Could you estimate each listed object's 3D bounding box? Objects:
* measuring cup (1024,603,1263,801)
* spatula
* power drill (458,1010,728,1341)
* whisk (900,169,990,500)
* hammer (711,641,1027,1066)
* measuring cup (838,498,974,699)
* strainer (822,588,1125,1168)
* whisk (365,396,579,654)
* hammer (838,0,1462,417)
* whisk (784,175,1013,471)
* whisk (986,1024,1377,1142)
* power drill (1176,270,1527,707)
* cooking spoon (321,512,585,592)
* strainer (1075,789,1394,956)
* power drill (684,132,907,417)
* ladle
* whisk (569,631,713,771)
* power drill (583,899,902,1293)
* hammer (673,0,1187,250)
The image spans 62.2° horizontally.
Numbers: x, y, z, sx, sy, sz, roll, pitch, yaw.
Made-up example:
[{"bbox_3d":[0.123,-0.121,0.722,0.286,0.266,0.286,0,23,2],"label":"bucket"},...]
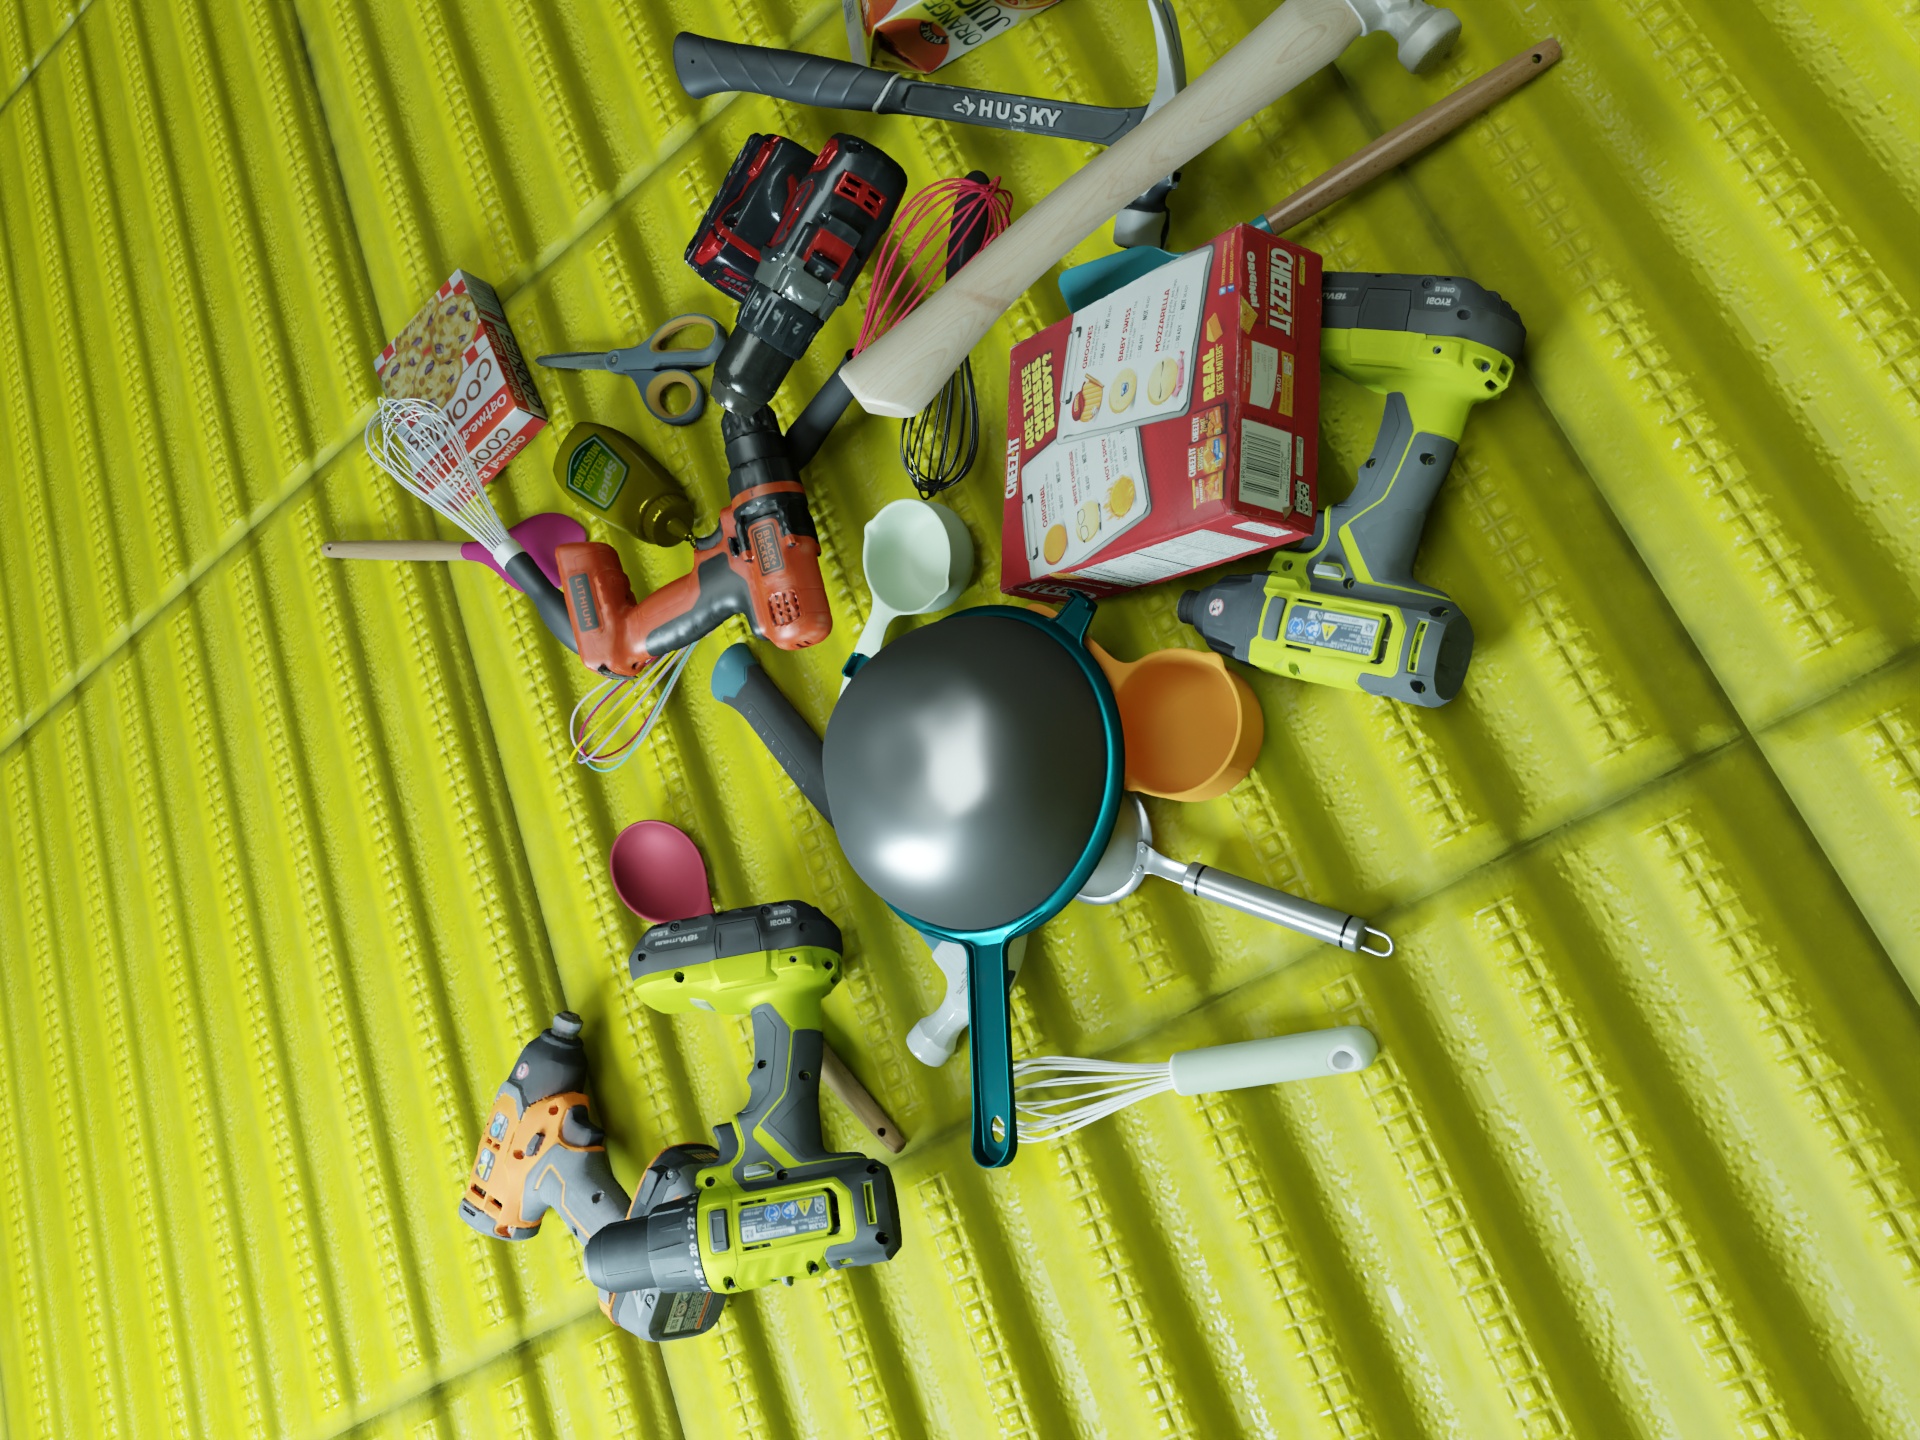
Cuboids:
[{"bbox_3d":[0.108,-0.018,0.960,0.174,0.052,0.095,41,103,33],"label":"measuring cup"},{"bbox_3d":[0.208,-0.315,0.960,0.317,0.044,0.082,-28,98,17],"label":"spatula"},{"bbox_3d":[-0.248,0.310,1.106,0.227,0.084,0.164,18,89,37],"label":"power drill"},{"bbox_3d":[-0.005,-0.264,1.081,0.055,0.055,0.239,1,78,32],"label":"whisk"},{"bbox_3d":[-0.073,0.066,1.068,0.128,0.033,0.331,-51,59,15],"label":"hammer"},{"bbox_3d":[-0.042,-0.072,1.080,0.083,0.038,0.167,39,119,30],"label":"measuring cup"},{"bbox_3d":[-0.010,0.088,0.935,0.211,0.095,0.340,-14,72,35],"label":"strainer"},{"bbox_3d":[-0.376,-0.154,1.259,0.285,0.070,0.070,47,107,12],"label":"whisk"},{"bbox_3d":[0.090,-0.331,0.945,0.410,0.038,0.146,-39,83,2],"label":"hammer"},{"bbox_3d":[-0.058,-0.253,1.065,0.295,0.073,0.073,-44,59,42],"label":"whisk"},{"bbox_3d":[0.119,0.205,0.918,0.246,0.059,0.057,-15,110,25],"label":"whisk"},{"bbox_3d":[0.218,-0.132,0.898,0.171,0.080,0.223,15,92,38],"label":"power drill"},{"bbox_3d":[-0.434,-0.143,1.343,0.319,0.017,0.069,4,83,32],"label":"cooking spoon"},{"bbox_3d":[0.131,0.089,0.933,0.259,0.050,0.087,18,106,30],"label":"strainer"},{"bbox_3d":[-0.125,-0.308,1.081,0.188,0.080,0.227,-58,27,10],"label":"power drill"},{"bbox_3d":[-0.140,0.180,1.093,0.316,0.031,0.069,43,97,29],"label":"ladle"},{"bbox_3d":[-0.208,-0.052,1.170,0.245,0.047,0.051,-46,60,13],"label":"whisk"},{"bbox_3d":[-0.146,0.242,1.002,0.190,0.080,0.229,-10,64,2],"label":"power drill"},{"bbox_3d":[-0.033,-0.427,1.076,0.409,0.036,0.149,20,113,26],"label":"hammer"}]
